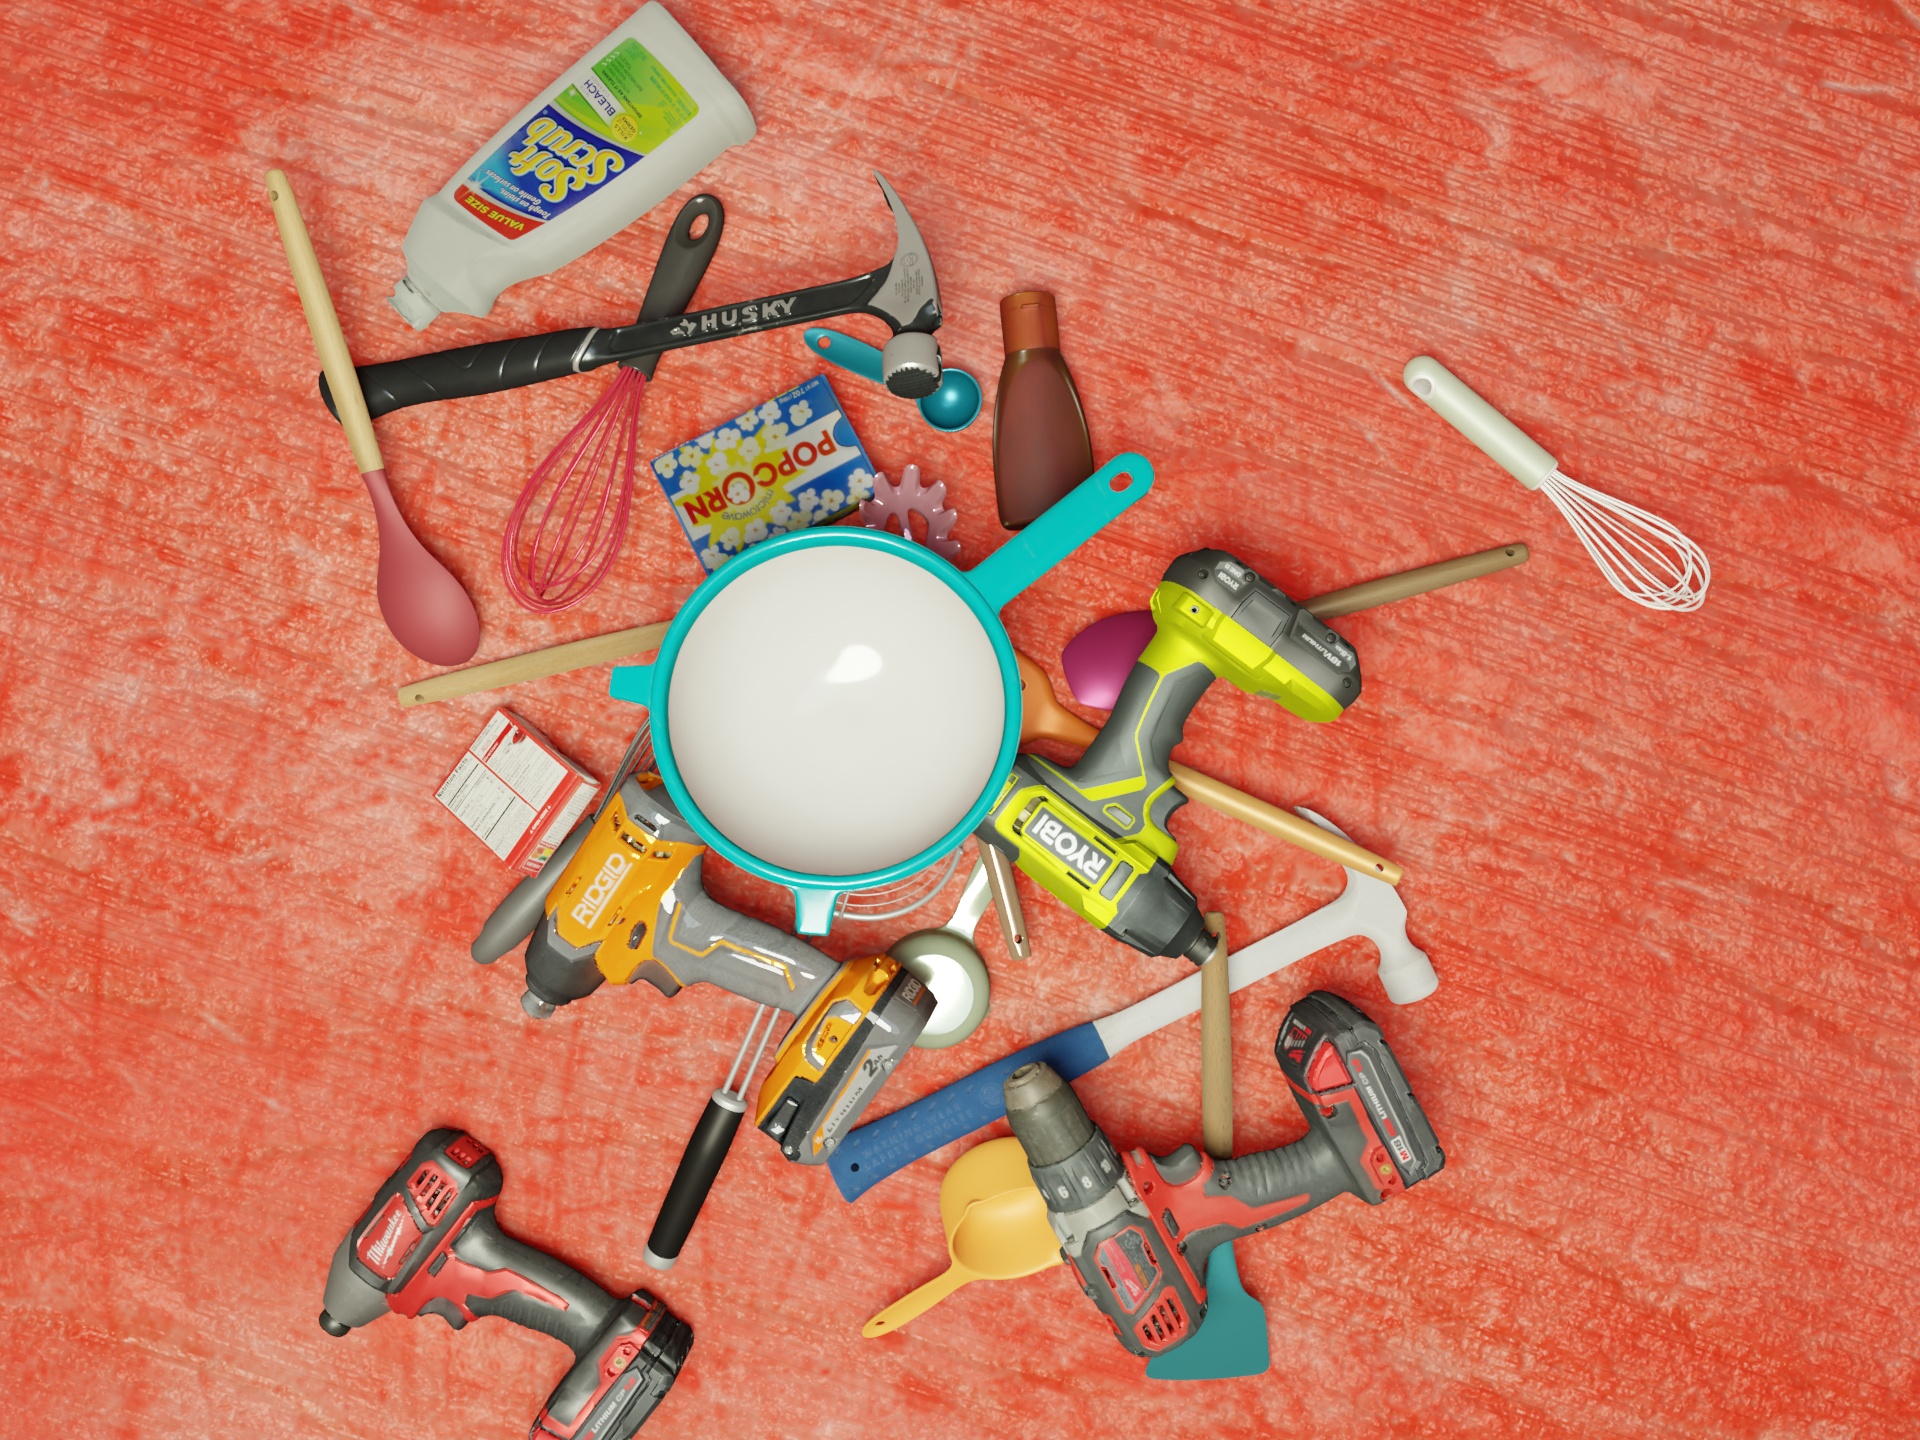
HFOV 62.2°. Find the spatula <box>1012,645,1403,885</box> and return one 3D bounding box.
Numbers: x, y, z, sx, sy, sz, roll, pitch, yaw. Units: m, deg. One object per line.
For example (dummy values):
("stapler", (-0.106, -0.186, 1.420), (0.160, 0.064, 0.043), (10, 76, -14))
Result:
("spatula", (0.128, 0.032, 1.011), (0.323, 0.041, 0.081), (24, 89, 11))

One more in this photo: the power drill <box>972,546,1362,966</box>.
("power drill", (0.133, 0.024, 0.963), (0.171, 0.080, 0.223), (37, 87, 2))

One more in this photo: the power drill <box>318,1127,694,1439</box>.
("power drill", (-0.290, 0.376, 0.999), (0.219, 0.078, 0.143), (38, 89, 2))

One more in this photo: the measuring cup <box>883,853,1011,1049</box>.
("measuring cup", (0.002, 0.134, 1.024), (0.083, 0.038, 0.167), (26, 91, -1))

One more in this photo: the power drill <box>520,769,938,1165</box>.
("power drill", (-0.146, 0.158, 0.939), (0.226, 0.084, 0.164), (36, 101, 3))

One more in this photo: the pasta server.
("pasta server", (-0.002, -0.003, 0.999), (0.060, 0.040, 0.316), (-15, 87, -5))

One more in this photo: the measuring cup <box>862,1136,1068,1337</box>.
("measuring cup", (-0.001, 0.330, 1.015), (0.173, 0.052, 0.095), (-39, 125, 16))

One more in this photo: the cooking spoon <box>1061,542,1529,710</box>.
("cooking spoon", (0.220, -0.069, 1.028), (0.319, 0.017, 0.069), (-15, 70, -7))

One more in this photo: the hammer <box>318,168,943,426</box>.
("hammer", (-0.210, -0.237, 0.978), (0.409, 0.036, 0.149), (-7, 67, 12))

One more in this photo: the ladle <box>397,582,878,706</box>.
("ladle", (-0.206, -0.046, 1.014), (0.320, 0.062, 0.078), (-13, 122, 2))

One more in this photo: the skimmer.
("skimmer", (-0.114, 0.184, 1.026), (0.127, 0.090, 0.363), (26, 99, 10))

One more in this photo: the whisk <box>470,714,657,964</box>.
("whisk", (-0.231, 0.067, 1.019), (0.055, 0.055, 0.239), (43, 93, -1))

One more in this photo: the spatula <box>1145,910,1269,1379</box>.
("spatula", (0.160, 0.276, 1.011), (0.082, 0.044, 0.317), (-1, 94, -3))

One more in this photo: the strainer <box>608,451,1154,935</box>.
("strainer", (-0.022, -0.040, 0.949), (0.340, 0.095, 0.211), (-39, 82, -9))

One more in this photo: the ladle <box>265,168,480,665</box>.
("ladle", (-0.370, -0.180, 0.984), (0.069, 0.031, 0.315), (-10, 103, 23))

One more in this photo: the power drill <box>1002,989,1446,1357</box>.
("power drill", (0.150, 0.248, 0.949), (0.226, 0.080, 0.188), (-29, 97, -5))

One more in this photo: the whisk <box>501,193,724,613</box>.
("whisk", (-0.215, -0.204, 1.016), (0.073, 0.073, 0.296), (22, 82, -1))

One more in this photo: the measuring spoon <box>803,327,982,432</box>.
("measuring spoon", (-0.044, -0.225, 1.041), (0.128, 0.021, 0.042), (26, 88, 8))

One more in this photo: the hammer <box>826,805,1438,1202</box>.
("hammer", (0.098, 0.196, 1.028), (0.405, 0.035, 0.144), (-26, 91, -1))

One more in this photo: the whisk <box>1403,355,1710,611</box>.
("whisk", (0.387, -0.155, 1.037), (0.246, 0.057, 0.059), (40, 54, 2))
